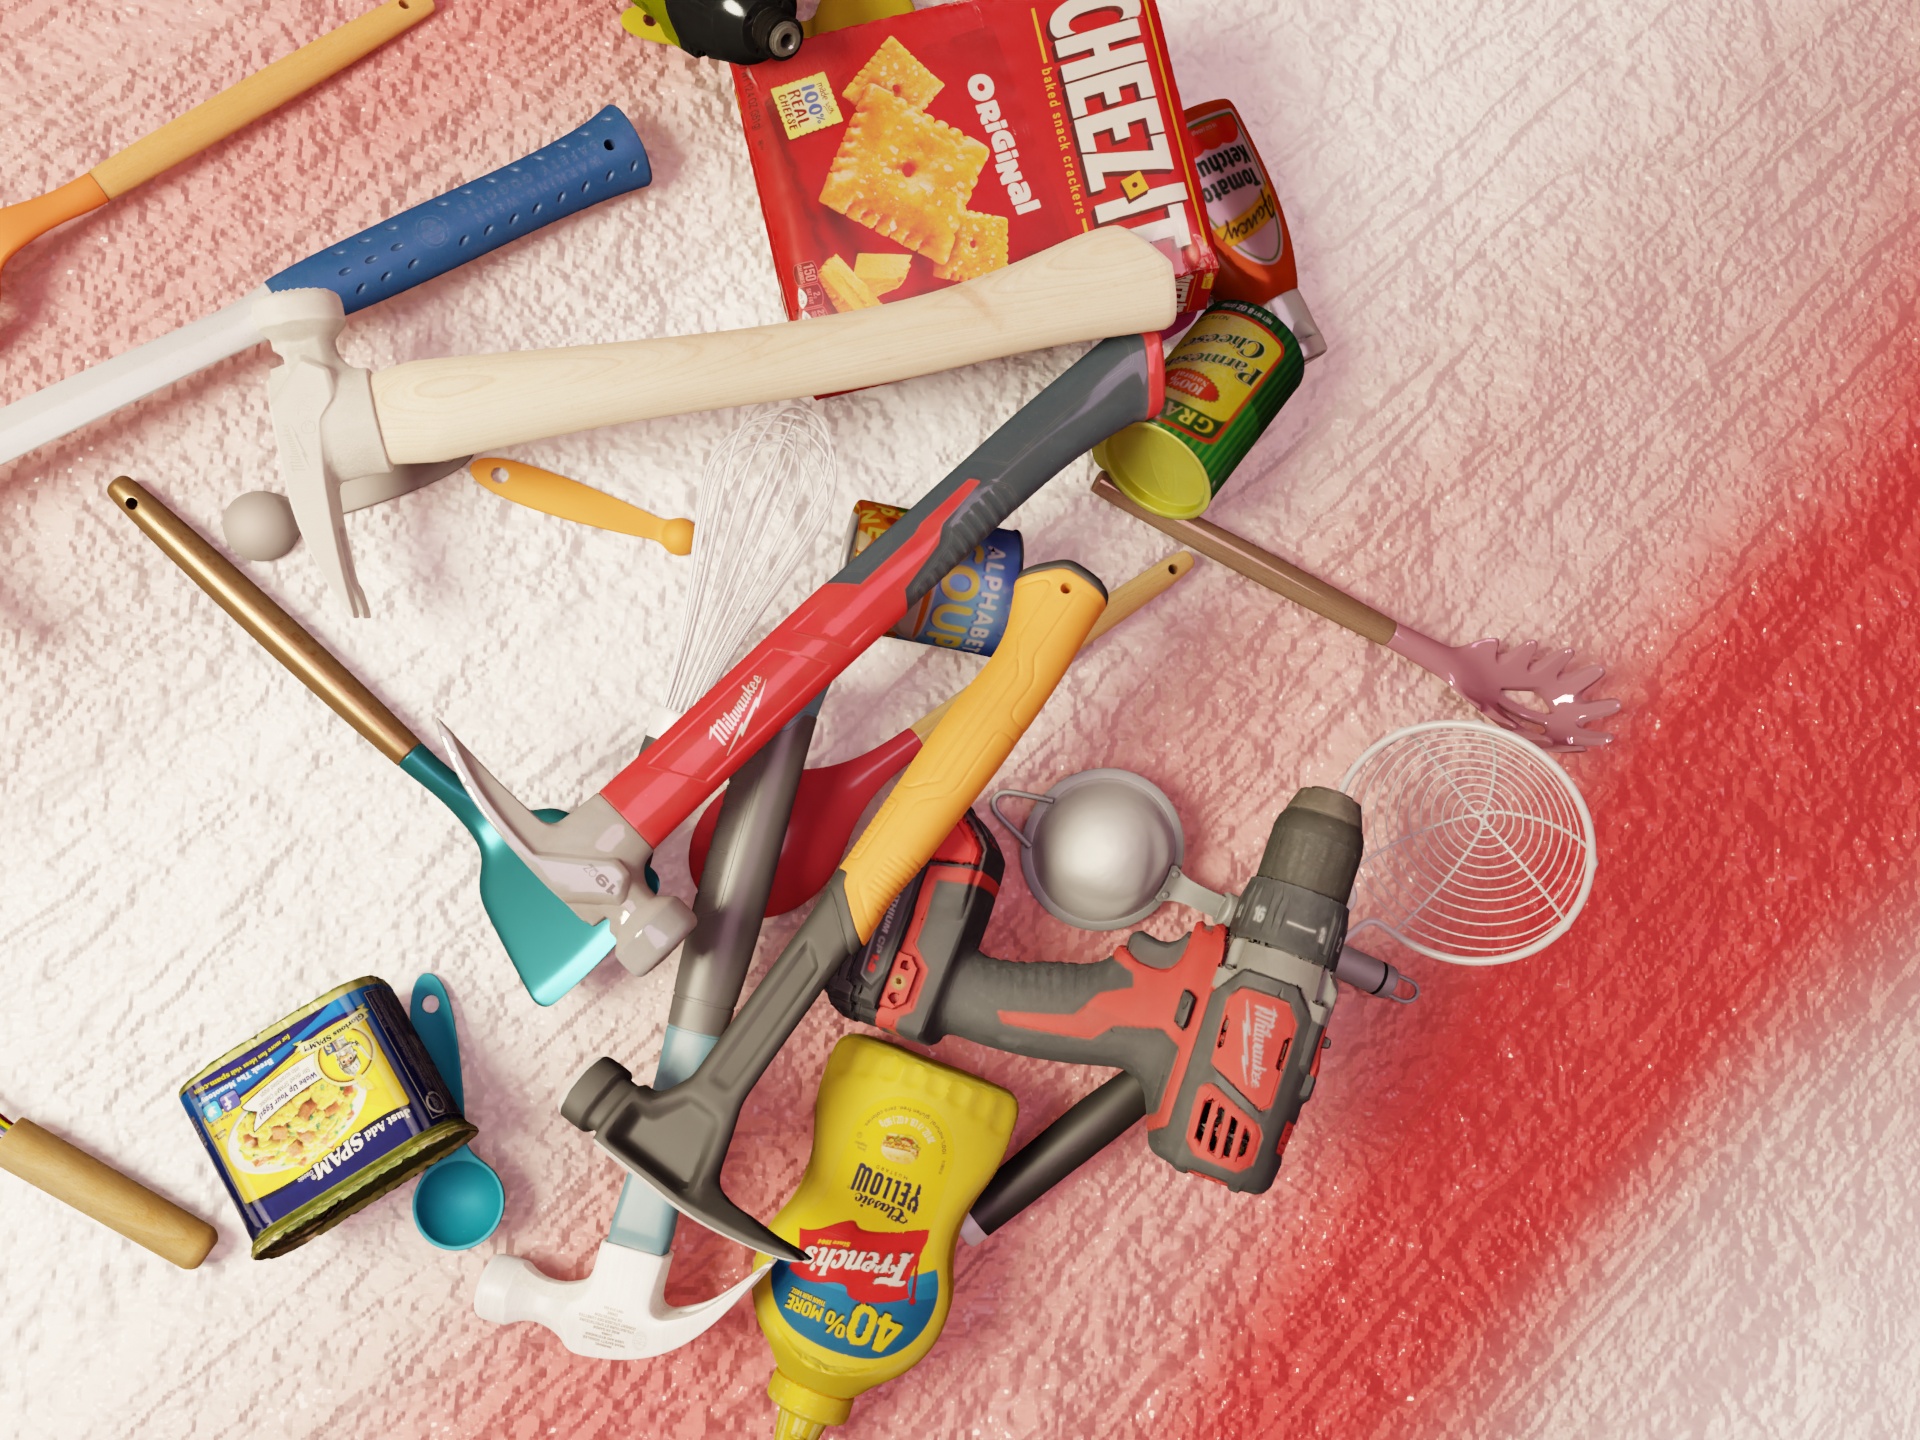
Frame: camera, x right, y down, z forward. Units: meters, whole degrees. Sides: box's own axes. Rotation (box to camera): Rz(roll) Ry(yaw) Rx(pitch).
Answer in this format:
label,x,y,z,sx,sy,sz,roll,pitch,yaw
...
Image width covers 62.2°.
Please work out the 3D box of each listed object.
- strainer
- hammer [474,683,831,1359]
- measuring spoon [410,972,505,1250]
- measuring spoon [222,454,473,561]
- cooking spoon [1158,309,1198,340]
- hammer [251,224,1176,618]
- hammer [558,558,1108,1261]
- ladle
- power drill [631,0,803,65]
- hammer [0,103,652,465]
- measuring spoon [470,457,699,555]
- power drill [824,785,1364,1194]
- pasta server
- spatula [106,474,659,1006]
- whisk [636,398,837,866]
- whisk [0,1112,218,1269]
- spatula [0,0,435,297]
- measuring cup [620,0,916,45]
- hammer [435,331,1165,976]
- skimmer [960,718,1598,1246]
label,x,y,z,sx,sy,sz,roll,pitch,yaw
strainer,0.135,0.096,0.833,0.258,0.050,0.087,25,95,-13
hammer,-0.122,0.131,0.745,0.128,0.033,0.331,14,84,8
measuring spoon,-0.241,0.183,0.751,0.042,0.021,0.129,-11,78,-5
measuring spoon,-0.293,-0.112,0.765,0.124,0.018,0.034,-25,90,-15
cooking spoon,0.058,-0.353,0.859,0.017,0.069,0.319,-9,78,-57
hammer,-0.100,-0.153,0.730,0.410,0.038,0.146,-11,95,-5
hammer,-0.030,0.070,0.712,0.127,0.034,0.337,32,78,15
ladle,-0.001,-0.003,0.818,0.315,0.031,0.069,-34,91,-16
power drill,-0.063,-0.407,0.791,0.223,0.080,0.171,-34,58,-15
hammer,-0.324,-0.182,0.741,0.405,0.035,0.144,-33,94,-18
measuring spoon,-0.186,-0.108,0.792,0.117,0.011,0.021,18,80,-11
power drill,0.069,0.097,0.750,0.227,0.080,0.188,18,81,15
pasta server,0.215,-0.062,0.868,0.316,0.040,0.060,26,67,-8
spatula,-0.279,-0.002,0.744,0.317,0.044,0.082,43,90,-4
whisk,-0.128,-0.026,0.779,0.070,0.070,0.284,22,85,-10
whisk,-0.434,0.168,0.692,0.245,0.051,0.047,35,72,-10
spatula,-0.387,-0.263,0.758,0.322,0.041,0.081,-40,95,-18
measuring cup,-0.097,-0.365,0.830,0.156,0.029,0.062,-2,85,-15
hammer,-0.054,-0.068,0.737,0.386,0.038,0.143,-44,91,-14
skimmer,0.142,0.140,0.776,0.363,0.090,0.127,-37,83,-4
